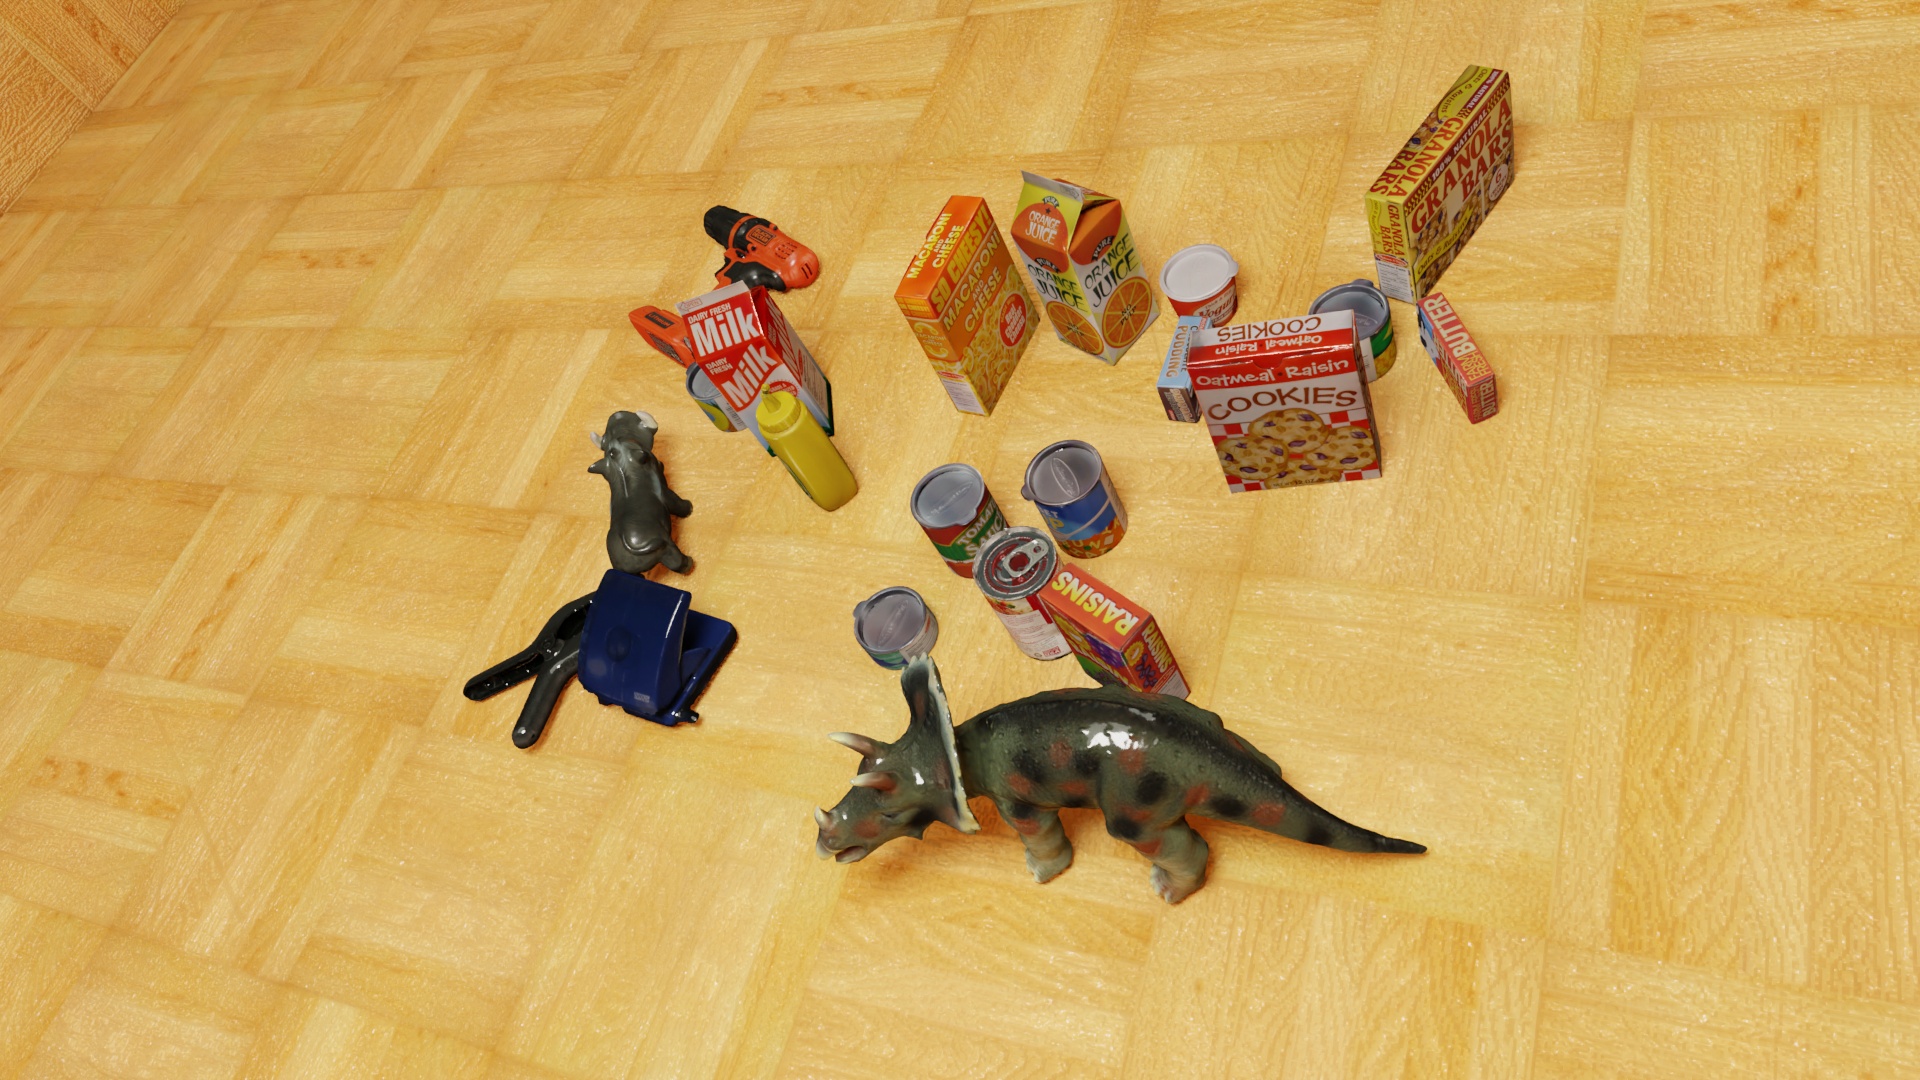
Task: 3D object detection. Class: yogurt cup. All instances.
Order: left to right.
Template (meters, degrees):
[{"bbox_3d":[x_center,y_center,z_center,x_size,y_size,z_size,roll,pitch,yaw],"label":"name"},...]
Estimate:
[{"bbox_3d":[0.220,-0.227,1.261,0.072,0.053,0.073,-12,53,16],"label":"yogurt cup"}]

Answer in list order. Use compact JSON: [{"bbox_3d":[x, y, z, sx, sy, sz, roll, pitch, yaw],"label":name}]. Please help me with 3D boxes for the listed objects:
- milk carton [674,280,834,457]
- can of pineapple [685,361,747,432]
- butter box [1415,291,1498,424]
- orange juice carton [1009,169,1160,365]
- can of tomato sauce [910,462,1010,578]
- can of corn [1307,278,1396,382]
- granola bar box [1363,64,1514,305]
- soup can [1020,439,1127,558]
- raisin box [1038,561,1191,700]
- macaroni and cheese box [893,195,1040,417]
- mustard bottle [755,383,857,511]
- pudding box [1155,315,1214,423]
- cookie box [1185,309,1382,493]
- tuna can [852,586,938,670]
[{"bbox_3d":[-0.192,-0.171,1.316,0.072,0.189,0.074,-18,51,12],"label":"milk carton"},{"bbox_3d":[-0.237,-0.153,1.410,0.071,0.057,0.071,-12,53,16],"label":"can of pineapple"},{"bbox_3d":[0.401,-0.148,1.123,0.024,0.053,0.104,-22,50,9],"label":"butter box"},{"bbox_3d":[0.108,-0.252,1.239,0.072,0.192,0.073,32,74,37],"label":"orange juice carton"},{"bbox_3d":[0.004,-0.015,1.186,0.071,0.082,0.071,-12,53,16],"label":"can of tomato sauce"},{"bbox_3d":[0.332,-0.175,1.171,0.071,0.058,0.071,-12,53,16],"label":"can of corn"},{"bbox_3d":[0.412,-0.301,1.183,0.039,0.123,0.166,28,71,37],"label":"granola bar box"},{"bbox_3d":[0.095,-0.032,1.157,0.071,0.083,0.072,-12,53,16],"label":"soup can"},{"bbox_3d":[0.116,0.079,1.042,0.040,0.123,0.086,-46,51,-11],"label":"raisin box"},{"bbox_3d":[0.008,-0.213,1.272,0.040,0.166,0.124,12,62,31],"label":"macaroni and cheese box"},{"bbox_3d":[-0.147,-0.091,1.258,0.049,0.159,0.065,-38,50,-4],"label":"mustard bottle"},{"bbox_3d":[0.201,-0.151,1.218,0.030,0.049,0.084,6,59,28],"label":"pudding box"},{"bbox_3d":[0.255,-0.104,1.082,0.123,0.166,0.040,-6,55,21],"label":"cookie box"},{"bbox_3d":[-0.056,0.074,1.182,0.071,0.032,0.071,-12,53,16],"label":"tuna can"}]
